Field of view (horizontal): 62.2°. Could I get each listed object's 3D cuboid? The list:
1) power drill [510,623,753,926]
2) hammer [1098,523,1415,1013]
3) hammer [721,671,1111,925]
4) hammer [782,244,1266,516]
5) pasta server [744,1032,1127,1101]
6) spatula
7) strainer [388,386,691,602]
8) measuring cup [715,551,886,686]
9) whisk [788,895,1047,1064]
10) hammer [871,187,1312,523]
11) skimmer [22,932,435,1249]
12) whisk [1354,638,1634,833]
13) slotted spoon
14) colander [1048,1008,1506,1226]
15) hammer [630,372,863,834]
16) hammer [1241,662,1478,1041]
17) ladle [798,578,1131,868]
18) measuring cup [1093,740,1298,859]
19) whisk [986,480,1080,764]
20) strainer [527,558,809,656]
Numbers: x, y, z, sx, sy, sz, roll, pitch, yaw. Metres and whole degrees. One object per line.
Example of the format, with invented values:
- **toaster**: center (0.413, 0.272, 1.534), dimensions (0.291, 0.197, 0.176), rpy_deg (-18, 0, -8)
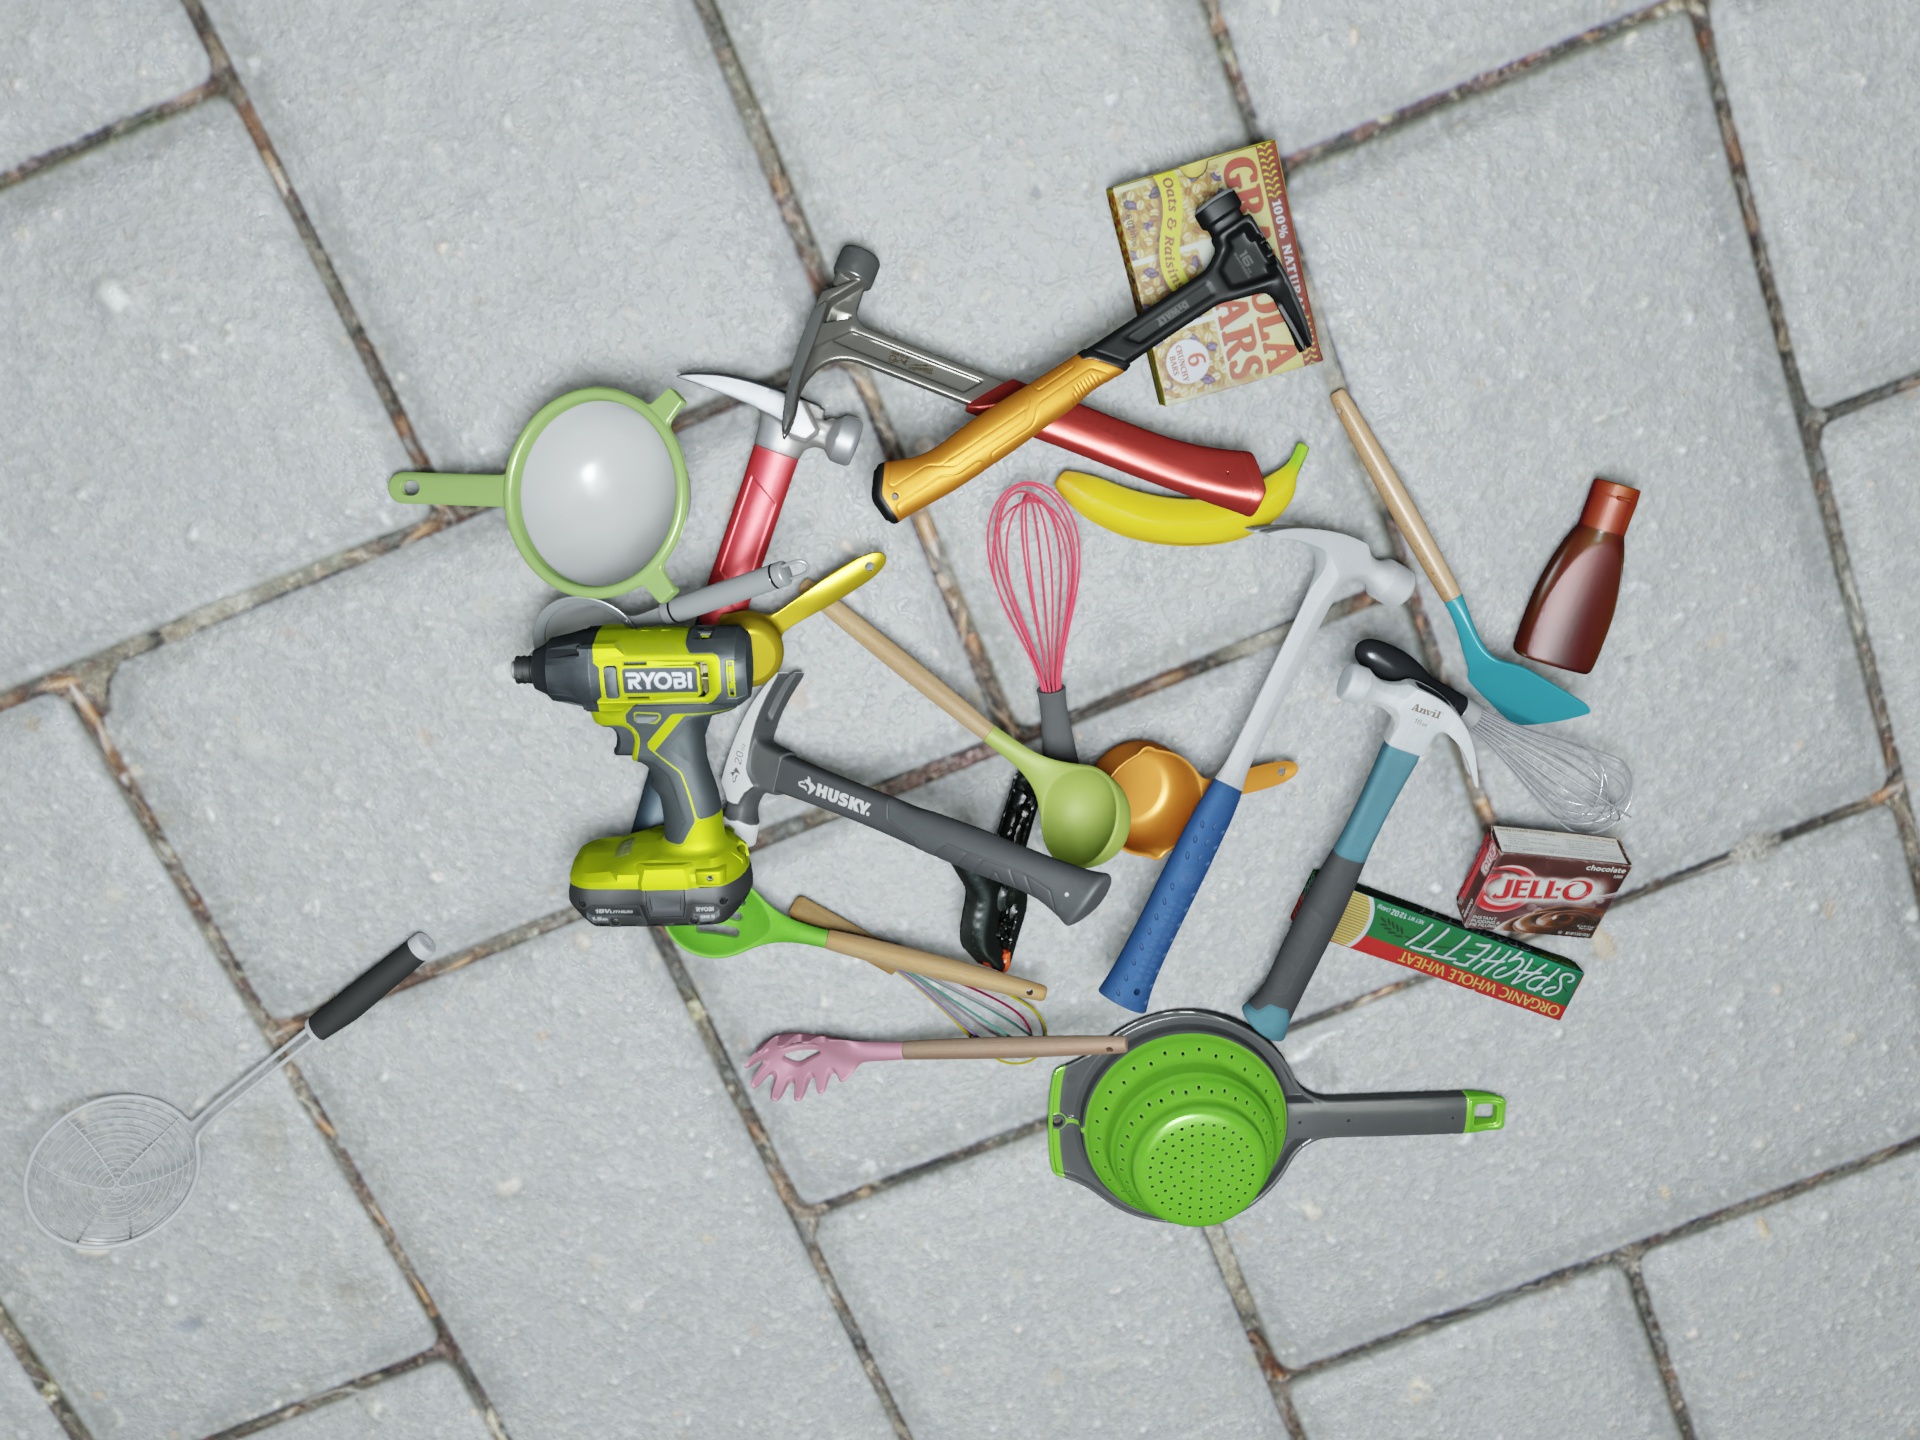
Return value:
- **power drill**: center (-0.237, 0.038, 1.185), dimensions (0.171, 0.080, 0.223), rpy_deg (-1, 113, -1)
- **hammer**: center (0.208, 0.038, 1.238), dimensions (0.144, 0.035, 0.405), rpy_deg (24, 94, -24)
- **hammer**: center (-0.038, 0.071, 1.188), dimensions (0.335, 0.035, 0.146), rpy_deg (19, 101, 29)
- **hammer**: center (0.053, -0.219, 1.177), dimensions (0.359, 0.036, 0.149), rpy_deg (20, 85, -4)
- **pasta server**: center (-0.021, 0.274, 1.299), dimensions (0.316, 0.040, 0.060), rpy_deg (-5, 119, 14)
- **spatula**: center (0.377, -0.123, 1.242), dimensions (0.044, 0.082, 0.317), rpy_deg (-34, 97, -24)
- **strainer**: center (-0.303, -0.168, 1.184), dimensions (0.256, 0.069, 0.151), rpy_deg (5, 95, 20)
- **measuring cup**: center (-0.120, -0.079, 1.202), dimensions (0.156, 0.029, 0.062), rpy_deg (-33, 118, 0)
- **whisk**: center (-0.035, 0.215, 1.316), dimensions (0.245, 0.051, 0.047), rpy_deg (30, 107, -7)
- **hammer**: center (0.086, -0.237, 1.138), dimensions (0.337, 0.034, 0.127), rpy_deg (-33, 96, -1)
- **skimmer**: center (-0.584, 0.287, 1.283), dimensions (0.363, 0.090, 0.127), rpy_deg (-38, 72, 5)
- **whisk**: center (0.424, 0.008, 1.257), dimensions (0.284, 0.070, 0.070), rpy_deg (30, 102, -17)
- **slotted spoon**: center (-0.083, 0.184, 1.282), dimensions (0.313, 0.031, 0.070), rpy_deg (14, 96, -2)
- **colander**: center (0.275, 0.353, 1.339), dimensions (0.397, 0.094, 0.204), rpy_deg (-1, 105, -2)
- **hammer**: center (-0.204, -0.073, 1.233), dimensions (0.143, 0.038, 0.386), rpy_deg (19, 103, -6)
- **hammer**: center (0.303, 0.118, 1.267), dimensions (0.128, 0.033, 0.331), rpy_deg (18, 114, -5)
- **ladle**: center (-0.002, -0.004, 1.217), dimensions (0.320, 0.062, 0.078), rpy_deg (39, 111, 4)
- **measuring cup**: center (0.184, 0.051, 1.282), dimensions (0.173, 0.052, 0.095), rpy_deg (-12, 107, -15)
- **whisk**: center (0.069, -0.043, 1.246), dimensions (0.073, 0.073, 0.295), rpy_deg (-9, 111, 0)
- **strainer**: center (-0.221, -0.079, 1.184), dimensions (0.258, 0.050, 0.086), rpy_deg (-16, 122, 24)
